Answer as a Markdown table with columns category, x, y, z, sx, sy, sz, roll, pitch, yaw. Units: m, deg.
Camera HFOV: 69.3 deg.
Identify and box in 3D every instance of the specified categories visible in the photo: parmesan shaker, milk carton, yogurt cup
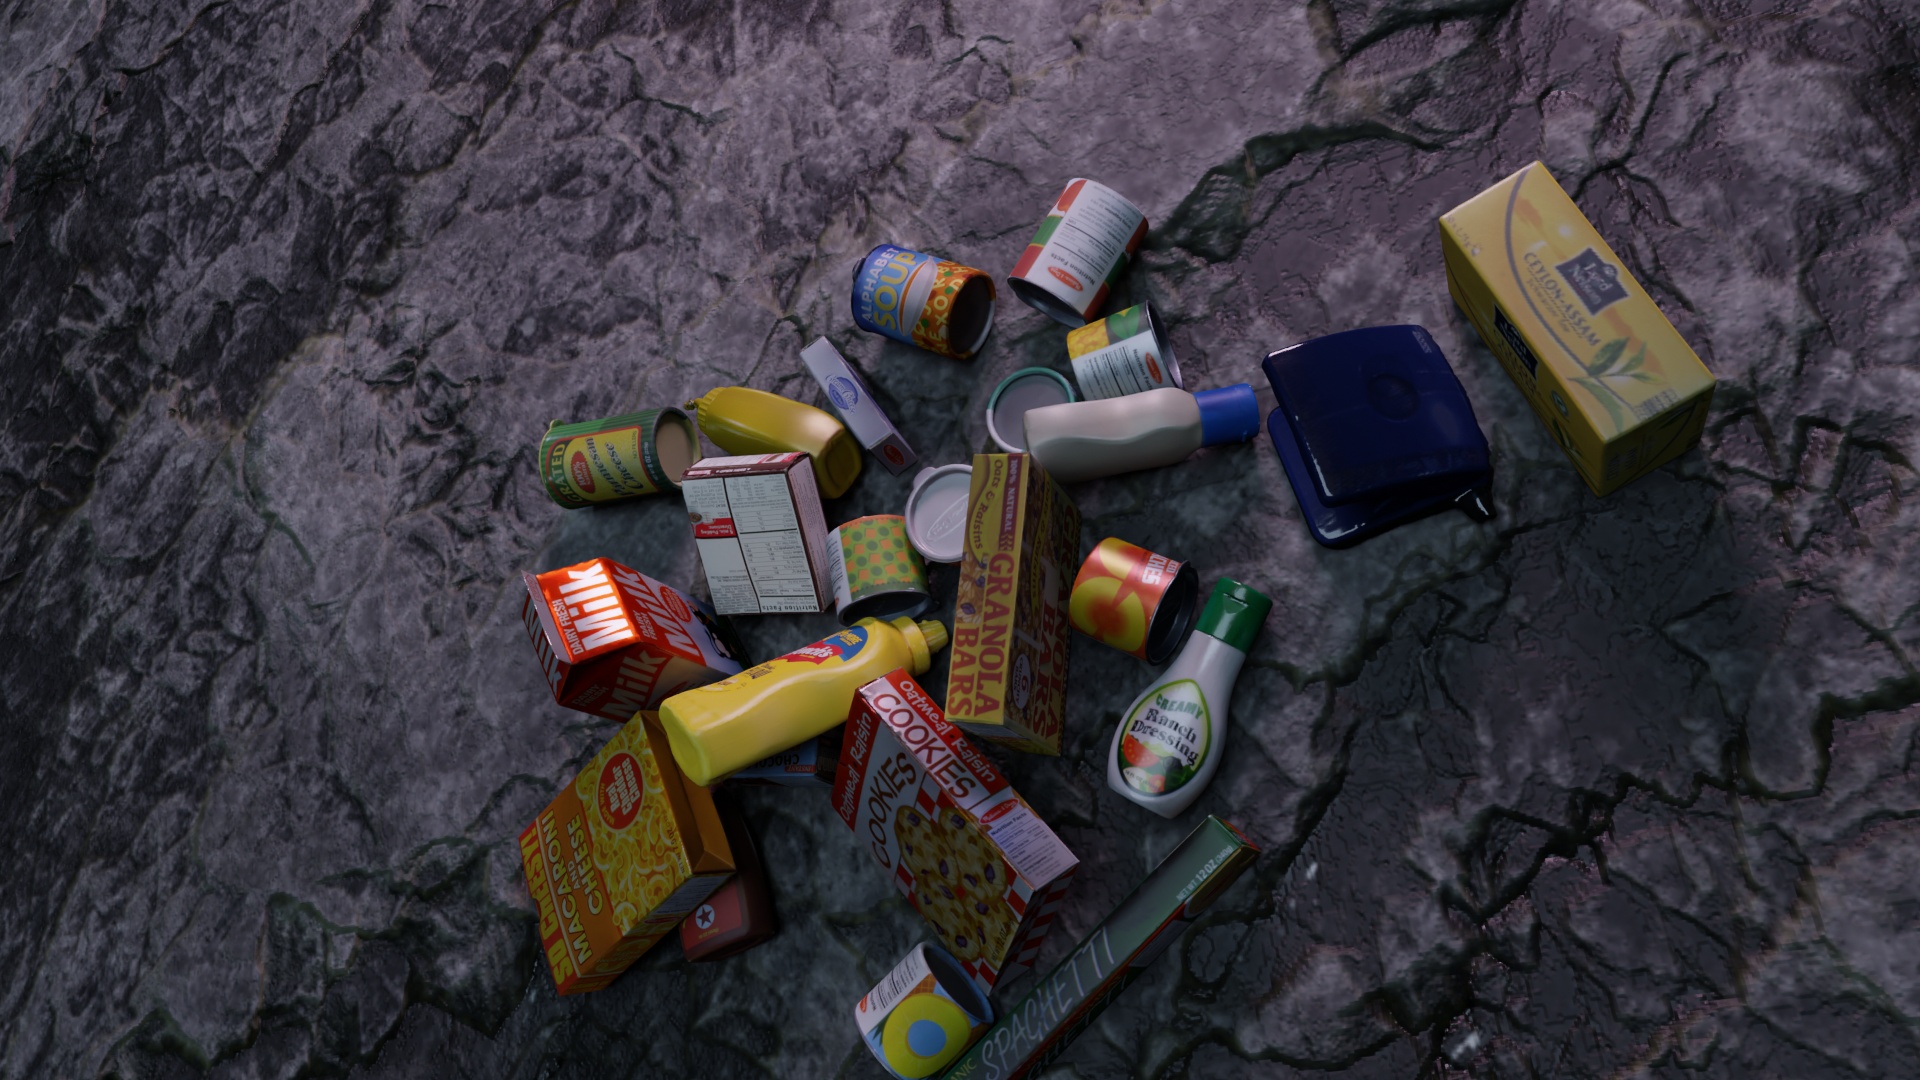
| category | x | y | z | sx | sy | sz | roll | pitch | yaw |
| --- | --- | --- | --- | --- | --- | --- | --- | --- | --- |
| parmesan shaker | -0.260 | -0.066 | 1.060 | 0.103 | 0.071 | 0.071 | -8 | 71 | 21 |
| milk carton | -0.221 | 0.072 | 0.930 | 0.073 | 0.190 | 0.072 | -37 | 63 | 9 |
| yogurt cup | 0.003 | -0.012 | 0.938 | 0.072 | 0.054 | 0.072 | -7 | 71 | 21 |

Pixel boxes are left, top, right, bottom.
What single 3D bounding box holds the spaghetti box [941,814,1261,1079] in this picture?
| category | x | y | z | sx | sy | sz | roll | pitch | yaw |
| --- | --- | --- | --- | --- | --- | --- | --- | --- | --- |
| spaghetti box | 0.076 | 0.260 | 0.821 | 0.250 | 0.050 | 0.029 | -46 | 60 | 4 |

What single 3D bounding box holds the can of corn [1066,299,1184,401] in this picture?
| category | x | y | z | sx | sy | sz | roll | pitch | yaw |
| --- | --- | --- | --- | --- | --- | --- | --- | --- | --- |
| can of corn | 0.110 | -0.119 | 0.922 | 0.058 | 0.071 | 0.071 | -20 | 67 | 17 |

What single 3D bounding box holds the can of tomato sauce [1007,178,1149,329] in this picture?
| category | x | y | z | sx | sy | sz | roll | pitch | yaw |
| --- | --- | --- | --- | --- | --- | --- | --- | --- | --- |
| can of tomato sauce | 0.081 | -0.197 | 0.960 | 0.071 | 0.071 | 0.083 | 30 | 86 | 28 |

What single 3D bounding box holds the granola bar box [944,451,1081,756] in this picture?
| category | x | y | z | sx | sy | sz | roll | pitch | yaw |
| --- | --- | --- | --- | --- | --- | --- | --- | --- | --- |
| granola bar box | 0.036 | 0.042 | 0.866 | 0.039 | 0.124 | 0.166 | 0 | 73 | 21 |

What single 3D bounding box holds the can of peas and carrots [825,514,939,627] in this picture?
| category | x | y | z | sx | sy | sz | roll | pitch | yaw |
| --- | --- | --- | --- | --- | --- | --- | --- | --- | --- |
| can of peas and carrots | -0.053 | 0.021 | 0.947 | 0.071 | 0.071 | 0.059 | -20 | 66 | 17 |

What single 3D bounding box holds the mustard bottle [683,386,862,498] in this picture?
| category | x | y | z | sx | sy | sz | roll | pitch | yaw |
| --- | --- | --- | --- | --- | --- | --- | --- | --- | --- |
| mustard bottle | -0.146 | -0.081 | 1.019 | 0.160 | 0.065 | 0.049 | 24 | 62 | 30 |

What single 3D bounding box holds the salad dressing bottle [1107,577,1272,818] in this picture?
| category | x | y | z | sx | sy | sz | roll | pitch | yaw |
| --- | --- | --- | --- | --- | --- | --- | --- | --- | --- |
| salad dressing bottle | 0.142 | 0.095 | 0.849 | 0.064 | 0.044 | 0.148 | 25 | 84 | 23 |

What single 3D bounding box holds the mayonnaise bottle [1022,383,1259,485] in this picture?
| category | x | y | z | sx | sy | sz | roll | pitch | yaw |
| --- | --- | --- | --- | --- | --- | --- | --- | --- | --- |
| mayonnaise bottle | 0.115 | -0.070 | 0.893 | 0.148 | 0.064 | 0.041 | -11 | 64 | -1 |

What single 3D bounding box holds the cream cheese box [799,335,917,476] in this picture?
| category | x | y | z | sx | sy | sz | roll | pitch | yaw |
| --- | --- | --- | --- | --- | --- | --- | --- | --- | --- |
| cream cheese box | -0.074 | -0.096 | 0.999 | 0.024 | 0.053 | 0.104 | -37 | 63 | 3 |

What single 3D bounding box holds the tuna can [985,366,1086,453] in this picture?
| category | x | y | z | sx | sy | sz | roll | pitch | yaw |
| --- | --- | --- | --- | --- | --- | --- | --- | --- | --- |
| tuna can | 0.055 | -0.085 | 0.952 | 0.071 | 0.033 | 0.071 | -7 | 71 | 22 |

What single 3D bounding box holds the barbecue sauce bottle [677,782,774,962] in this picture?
| category | x | y | z | sx | sy | sz | roll | pitch | yaw |
| --- | --- | --- | --- | --- | --- | --- | --- | --- | --- |
| barbecue sauce bottle | -0.172 | 0.206 | 0.949 | 0.064 | 0.043 | 0.149 | -28 | 64 | 21 |

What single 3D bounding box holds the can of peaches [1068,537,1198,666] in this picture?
| category | x | y | z | sx | sy | sz | roll | pitch | yaw |
| --- | --- | --- | --- | --- | --- | --- | --- | --- | --- |
| can of peaches | 0.109 | 0.035 | 0.869 | 0.058 | 0.071 | 0.071 | 22 | 83 | 28 |

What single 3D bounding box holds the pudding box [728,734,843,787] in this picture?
| category | x | y | z | sx | sy | sz | roll | pitch | yaw |
| --- | --- | --- | --- | --- | --- | --- | --- | --- | --- |
| pudding box | -0.123 | 0.149 | 0.942 | 0.083 | 0.049 | 0.030 | -4 | 71 | 22 |

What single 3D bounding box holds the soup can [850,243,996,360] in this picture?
| category | x | y | z | sx | sy | sz | roll | pitch | yaw |
| --- | --- | --- | --- | --- | --- | --- | --- | --- | --- |
| soup can | -0.027 | -0.172 | 0.993 | 0.084 | 0.071 | 0.071 | 21 | 83 | 27 |

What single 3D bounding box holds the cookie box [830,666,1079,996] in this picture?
| category | x | y | z | sx | sy | sz | roll | pitch | yaw |
| --- | --- | --- | --- | --- | --- | --- | --- | --- | --- |
| cookie box | -0.011 | 0.177 | 0.849 | 0.040 | 0.122 | 0.168 | -24 | 55 | -34 |

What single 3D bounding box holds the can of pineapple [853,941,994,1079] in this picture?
| category | x | y | z | sx | sy | sz | roll | pitch | yaw |
| --- | --- | --- | --- | --- | --- | --- | --- | --- | --- |
| can of pineapple | -0.020 | 0.289 | 0.845 | 0.058 | 0.071 | 0.071 | -46 | 62 | 4 |

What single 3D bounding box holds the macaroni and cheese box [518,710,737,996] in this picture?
| category | x | y | z | sx | sy | sz | roll | pitch | yaw |
| --- | --- | --- | --- | --- | --- | --- | --- | --- | --- |
| macaroni and cheese box | -0.232 | 0.212 | 0.941 | 0.166 | 0.040 | 0.124 | -44 | 56 | 27 |
